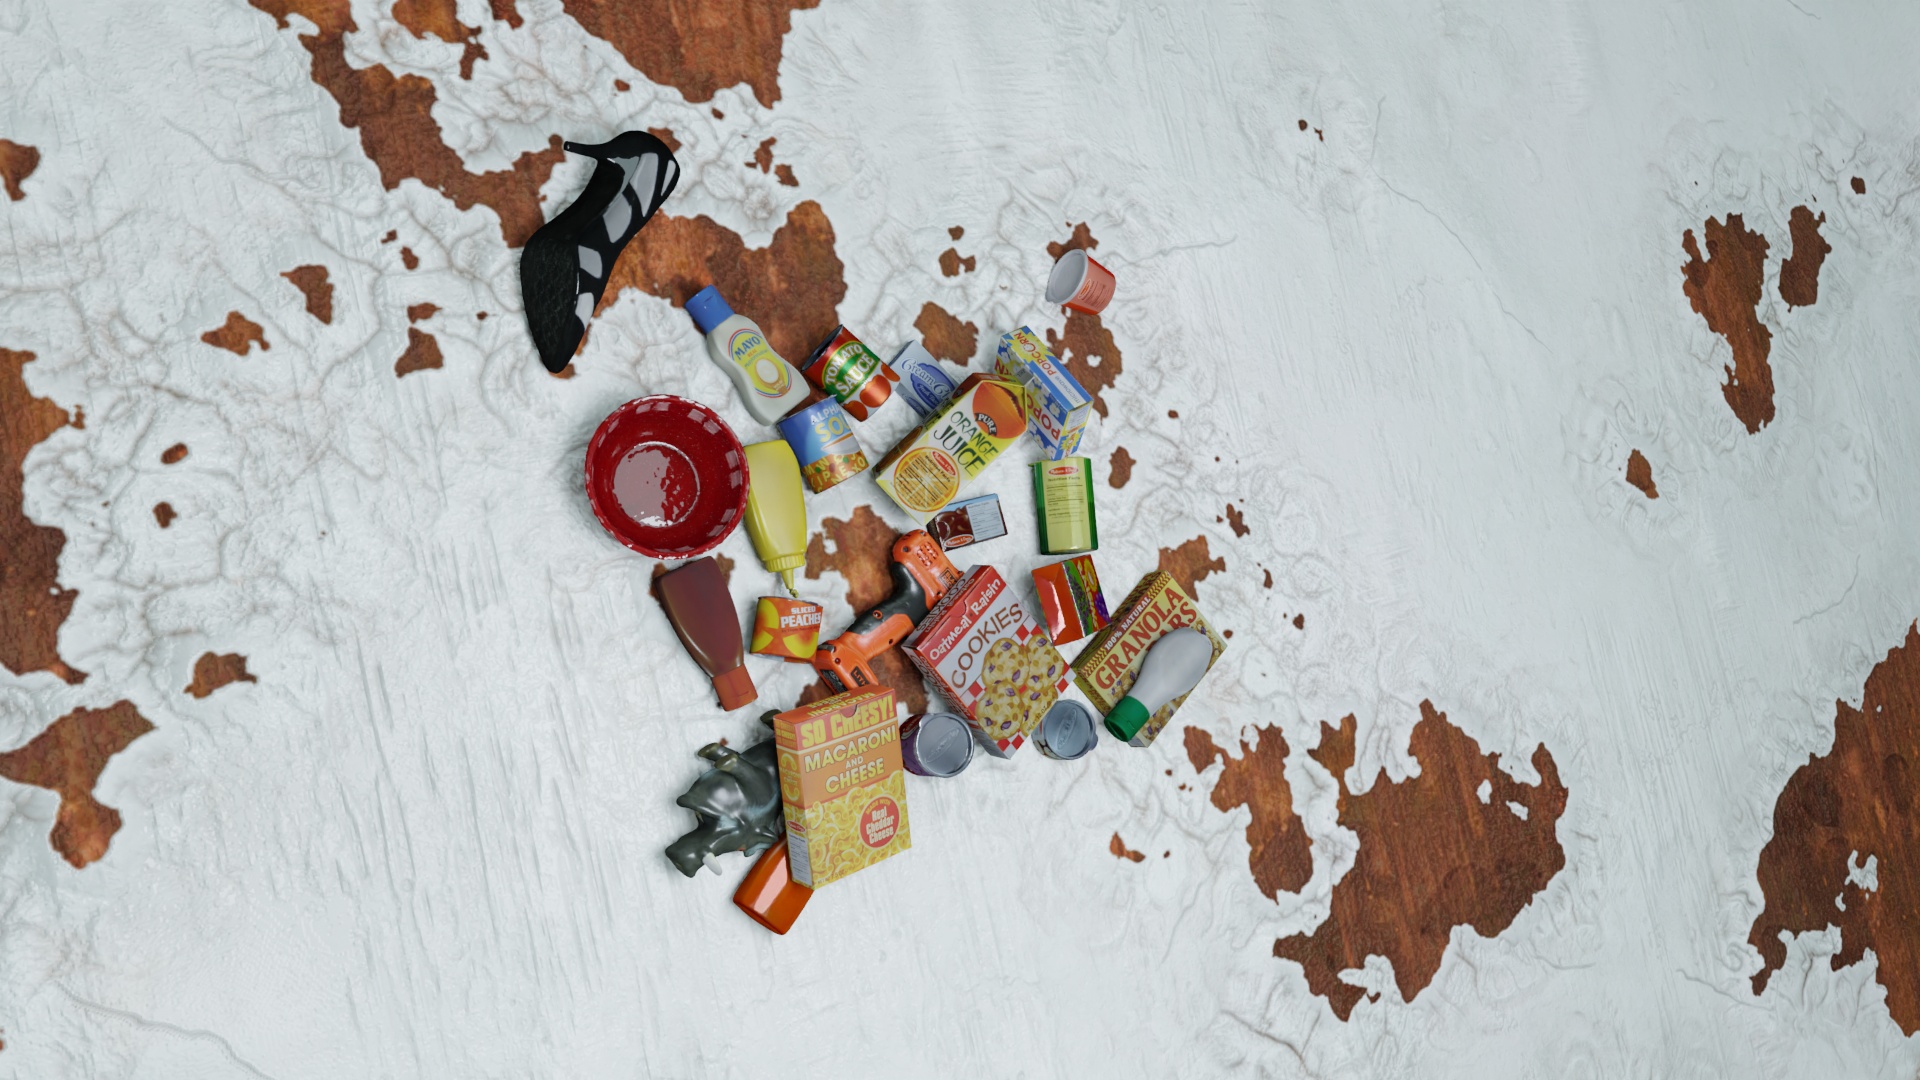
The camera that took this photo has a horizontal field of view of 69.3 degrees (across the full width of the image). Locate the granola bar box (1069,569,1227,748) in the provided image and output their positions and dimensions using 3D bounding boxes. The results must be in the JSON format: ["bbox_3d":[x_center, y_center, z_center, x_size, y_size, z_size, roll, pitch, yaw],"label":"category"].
[{"bbox_3d":[0.213,0.134,1.583,0.124,0.039,0.166,49,65,-13],"label":"granola bar box"}]

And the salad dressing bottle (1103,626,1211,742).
[{"bbox_3d":[0.217,0.159,1.534,0.148,0.044,0.064,-44,105,-24],"label":"salad dressing bottle"}]

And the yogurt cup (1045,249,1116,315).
[{"bbox_3d":[0.142,-0.295,1.603,0.054,0.072,0.072,20,73,-31],"label":"yogurt cup"}]

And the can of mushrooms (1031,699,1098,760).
[{"bbox_3d":[0.114,0.209,1.525,0.071,0.033,0.071,5,79,-26],"label":"can of mushrooms"}]

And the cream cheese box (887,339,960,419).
[{"bbox_3d":[-0.033,-0.165,1.514,0.103,0.024,0.053,44,64,-14],"label":"cream cheese box"}]

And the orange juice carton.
[{"bbox_3d":[0.002,-0.110,1.452,0.192,0.072,0.073,-43,104,3],"label":"orange juice carton"}]

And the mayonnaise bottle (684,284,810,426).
[{"bbox_3d":[-0.221,-0.191,1.413,0.065,0.041,0.148,-43,102,-24],"label":"mayonnaise bottle"}]

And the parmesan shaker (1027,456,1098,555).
[{"bbox_3d":[0.114,-0.037,1.548,0.071,0.071,0.103,-1,83,-27],"label":"parmesan shaker"}]

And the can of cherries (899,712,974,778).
[{"bbox_3d":[-0.029,0.209,1.438,0.071,0.058,0.071,4,81,-26],"label":"can of cherries"}]

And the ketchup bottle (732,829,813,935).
[{"bbox_3d":[-0.157,0.309,1.365,0.064,0.043,0.149,44,65,-21],"label":"ketchup bottle"}]

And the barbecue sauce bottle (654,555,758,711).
[{"bbox_3d":[-0.243,0.093,1.357,0.065,0.043,0.148,-25,94,-27],"label":"barbecue sauce bottle"}]

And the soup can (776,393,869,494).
[{"bbox_3d":[-0.138,-0.099,1.424,0.071,0.071,0.083,-31,97,-27],"label":"soup can"}]

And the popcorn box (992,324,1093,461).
[{"bbox_3d":[0.087,-0.160,1.511,0.038,0.084,0.127,-25,62,-25],"label":"popcorn box"}]

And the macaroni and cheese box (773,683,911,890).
[{"bbox_3d":[-0.111,0.235,1.341,0.124,0.040,0.166,-15,104,-41],"label":"macaroni and cheese box"}]

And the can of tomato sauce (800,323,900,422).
[{"bbox_3d":[-0.114,-0.174,1.449,0.083,0.071,0.071,41,67,-16],"label":"can of tomato sauce"}]

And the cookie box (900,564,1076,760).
[{"bbox_3d":[0.032,0.125,1.441,0.123,0.040,0.167,-48,115,-24],"label":"cookie box"}]

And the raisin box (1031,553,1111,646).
[{"bbox_3d":[0.122,0.063,1.509,0.123,0.040,0.086,-11,83,-70],"label":"raisin box"}]

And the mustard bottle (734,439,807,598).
[{"bbox_3d":[-0.186,-0.019,1.400,0.065,0.048,0.160,-10,87,-29],"label":"mustard bottle"}]

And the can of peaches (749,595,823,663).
[{"bbox_3d":[-0.172,0.089,1.377,0.071,0.071,0.058,13,77,-25],"label":"can of peaches"}]

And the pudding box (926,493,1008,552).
[{"bbox_3d":[0.005,-0.019,1.507,0.084,0.030,0.049,-15,90,-28],"label":"pudding box"}]
